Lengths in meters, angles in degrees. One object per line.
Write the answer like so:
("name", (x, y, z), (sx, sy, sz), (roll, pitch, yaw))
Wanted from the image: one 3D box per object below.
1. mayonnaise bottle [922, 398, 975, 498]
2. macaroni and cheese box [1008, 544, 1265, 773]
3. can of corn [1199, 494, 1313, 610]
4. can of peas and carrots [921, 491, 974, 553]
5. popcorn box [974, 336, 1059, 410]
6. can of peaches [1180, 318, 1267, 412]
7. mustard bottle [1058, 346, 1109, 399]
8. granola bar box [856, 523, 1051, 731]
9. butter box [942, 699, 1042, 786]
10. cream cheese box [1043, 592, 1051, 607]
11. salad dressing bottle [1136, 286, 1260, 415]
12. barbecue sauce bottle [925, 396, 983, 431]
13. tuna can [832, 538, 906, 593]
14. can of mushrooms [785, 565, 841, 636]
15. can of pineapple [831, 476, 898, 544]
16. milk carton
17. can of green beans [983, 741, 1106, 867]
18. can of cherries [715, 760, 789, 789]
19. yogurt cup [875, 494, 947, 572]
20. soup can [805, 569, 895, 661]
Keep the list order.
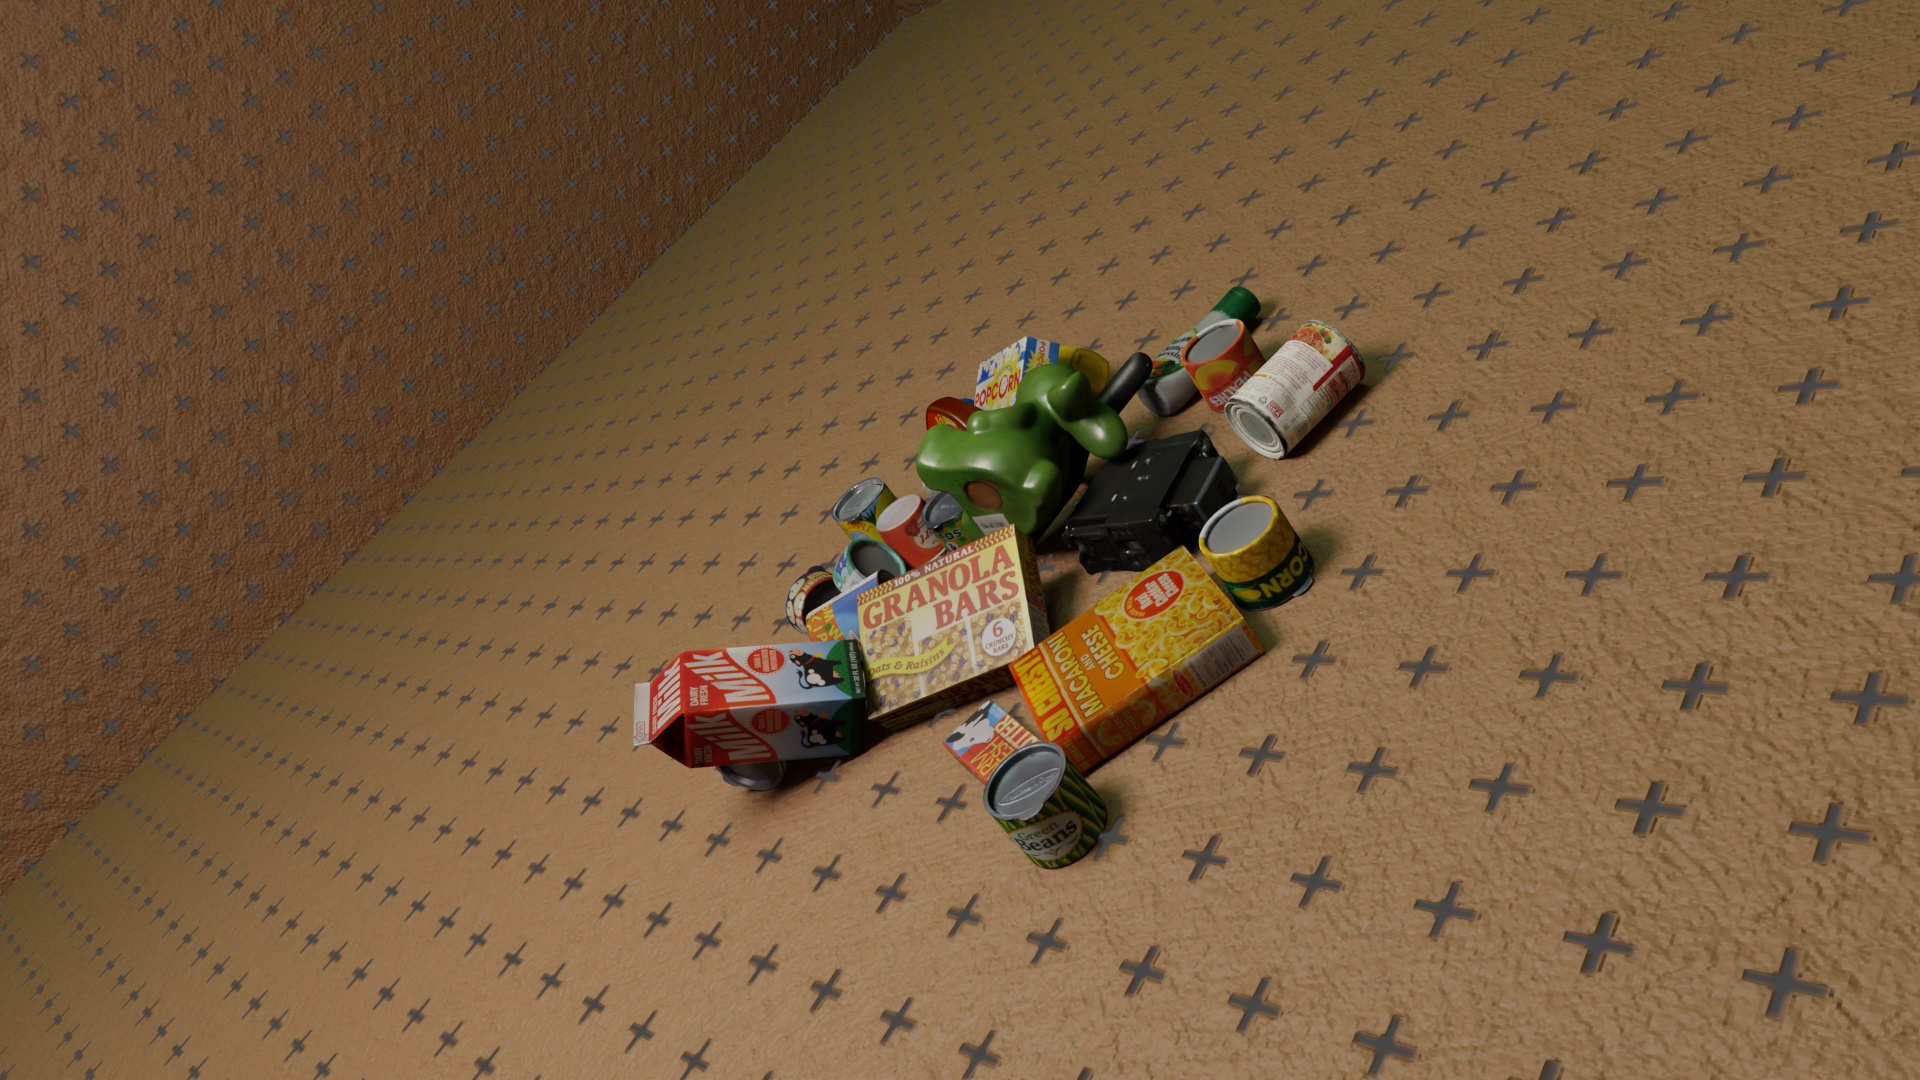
("mayonnaise bottle", (-0.002, -0.099, 1.481), (0.064, 0.041, 0.149), (-22, 31, 22))
("macaroni and cheese box", (0.128, 0.089, 1.038), (0.166, 0.040, 0.124), (-35, 27, 4))
("can of corn", (0.220, 0.009, 1.030), (0.071, 0.058, 0.071), (-29, 28, 17))
("can of peas and carrots", (0.005, -0.017, 1.328), (0.071, 0.058, 0.071), (-29, 29, 18))
("popcorn box", (0.053, -0.148, 1.396), (0.126, 0.038, 0.085), (163, 117, -68))
("can of peaches", (0.242, -0.158, 1.264), (0.071, 0.058, 0.071), (-29, 28, 17))
("mustard bottle", (0.087, -0.170, 1.460), (0.160, 0.065, 0.049), (0, 73, 56))
("granola bar box", (-0.006, 0.075, 1.173), (0.165, 0.039, 0.125), (-25, 55, 24))
("butter box", (0.031, 0.162, 1.057), (0.053, 0.024, 0.103), (-42, 27, -9))
("cream cheese box", (0.037, 0.046, 1.230), (0.053, 0.024, 0.104), (-40, 27, -3))
("salad dressing bottle", (0.230, -0.184, 1.333), (0.148, 0.044, 0.064), (-46, 27, -17))
("barbecue sauce bottle", (0.020, -0.098, 1.357), (0.044, 0.064, 0.149), (-28, 27, -21))
("tuna can", (-0.087, 0.030, 1.349), (0.032, 0.071, 0.071), (-54, 15, 35))
("can of mushrooms", (-0.135, 0.062, 1.361), (0.071, 0.071, 0.033), (-46, 30, -16))
("can of pineapple", (-0.092, -0.023, 1.454), (0.071, 0.057, 0.071), (-29, 28, 17))
("milk carton", (-0.179, 0.139, 1.175), (0.191, 0.073, 0.073), (-3, 40, -10))
("can of green beans", (0.058, 0.182, 0.956), (0.071, 0.057, 0.071), (-29, 28, 17))
("can of cherries", (-0.182, 0.180, 1.240), (0.071, 0.071, 0.059), (-22, 31, 29))
("yogurt cup", (-0.048, -0.009, 1.384), (0.072, 0.053, 0.073), (-29, 27, 17))
("soup can", (-0.091, 0.078, 1.291), (0.083, 0.071, 0.072), (-31, 28, 14))
